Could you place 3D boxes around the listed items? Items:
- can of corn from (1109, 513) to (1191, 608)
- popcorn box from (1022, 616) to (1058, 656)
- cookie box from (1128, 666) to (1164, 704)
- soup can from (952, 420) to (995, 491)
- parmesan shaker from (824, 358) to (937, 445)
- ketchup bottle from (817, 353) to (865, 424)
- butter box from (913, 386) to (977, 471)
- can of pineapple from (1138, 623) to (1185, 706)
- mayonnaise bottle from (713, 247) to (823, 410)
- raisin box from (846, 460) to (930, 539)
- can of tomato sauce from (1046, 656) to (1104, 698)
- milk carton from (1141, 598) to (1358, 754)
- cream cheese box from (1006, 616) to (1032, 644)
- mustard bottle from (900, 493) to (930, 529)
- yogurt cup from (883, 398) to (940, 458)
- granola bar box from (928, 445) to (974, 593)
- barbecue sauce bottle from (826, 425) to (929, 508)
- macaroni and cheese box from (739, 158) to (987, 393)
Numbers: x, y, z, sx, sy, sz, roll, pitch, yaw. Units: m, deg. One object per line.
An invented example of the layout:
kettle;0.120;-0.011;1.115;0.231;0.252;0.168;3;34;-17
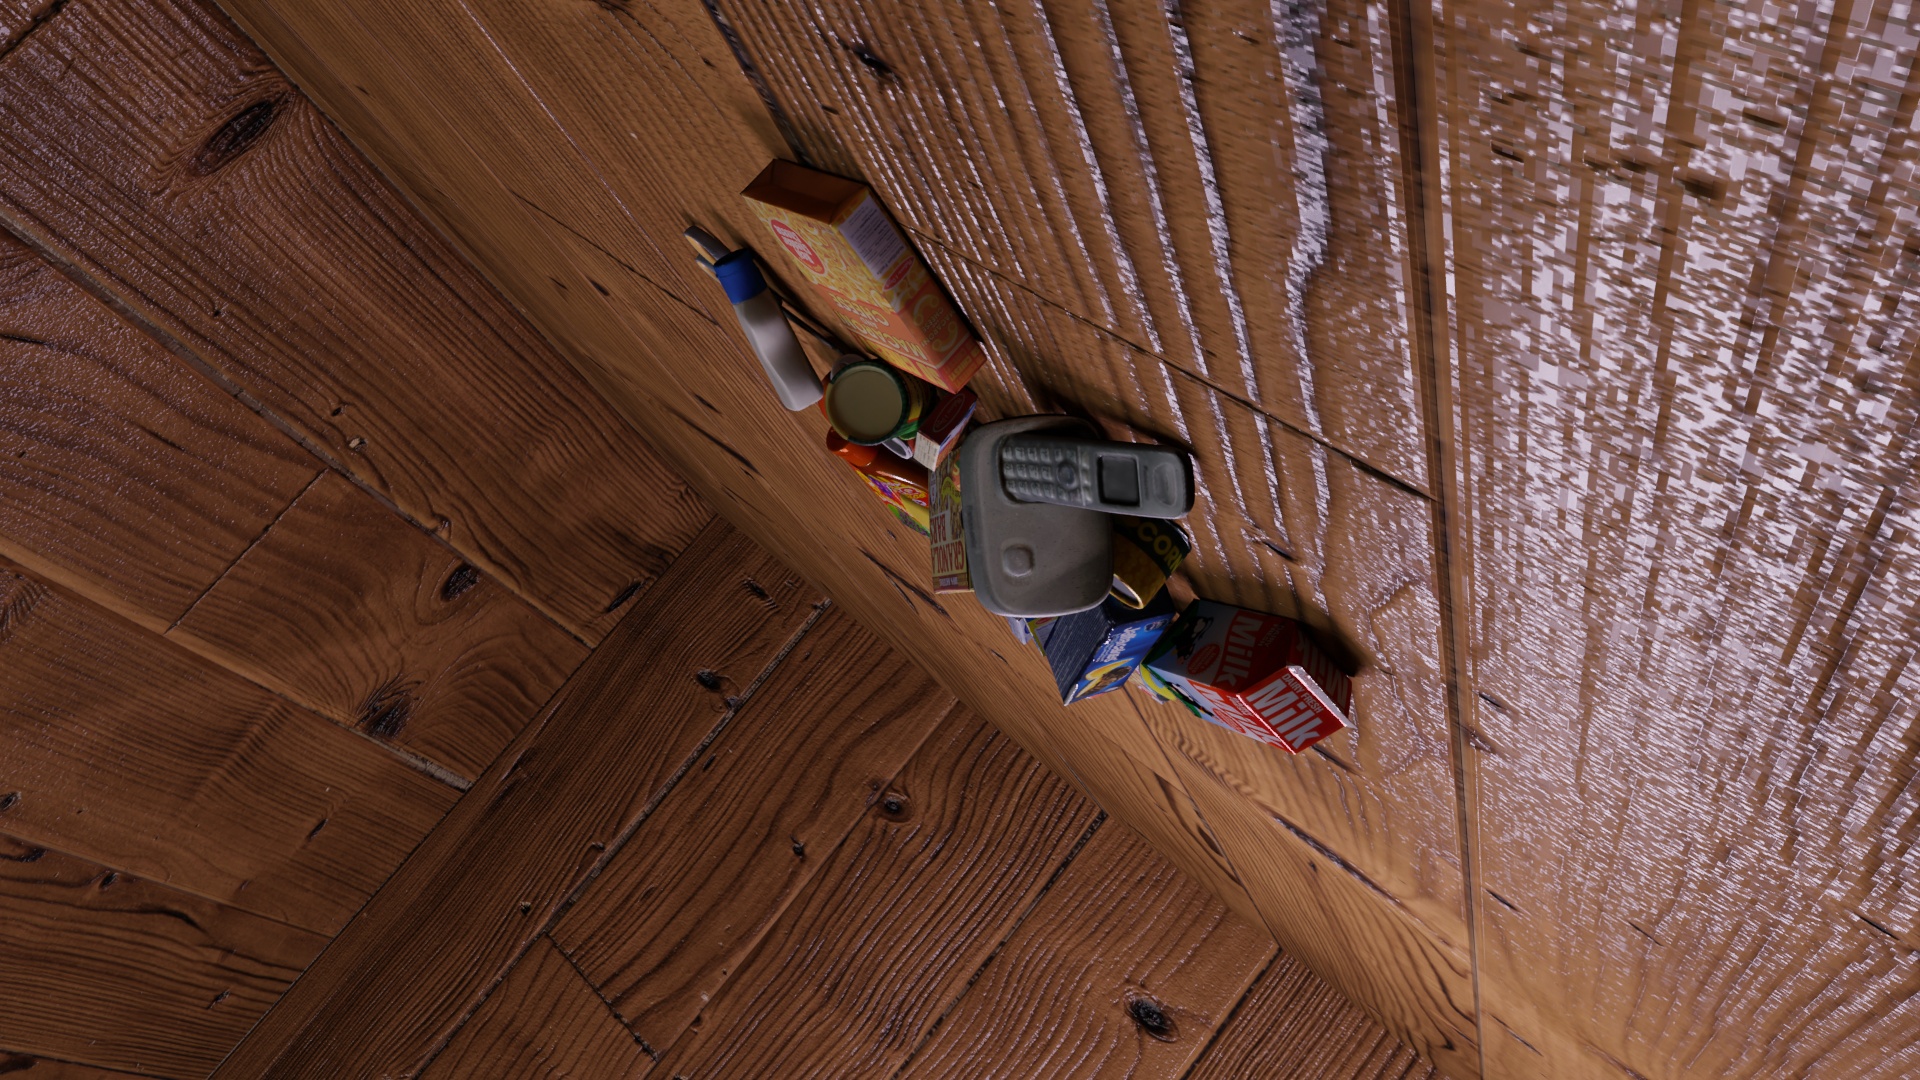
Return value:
can of corn;0.131;0.010;1.042;0.071;0.058;0.071;39;170;8
popcorn box;0.069;0.051;1.363;0.127;0.038;0.085;-116;1;-72
cookie box;0.160;0.092;1.359;0.123;0.040;0.167;38;171;19
soup can;0.043;-0.047;1.089;0.084;0.071;0.071;35;169;31
parmesan shaker;-0.060;-0.109;1.099;0.071;0.071;0.103;40;-166;2
ketchup bottle;-0.106;-0.139;1.322;0.065;0.043;0.148;38;170;1
butter box;-0.014;-0.093;1.150;0.024;0.053;0.103;37;171;2
can of pineapple;0.198;0.111;1.209;0.071;0.071;0.058;45;169;-23
mayonnaise bottle;-0.174;-0.191;1.259;0.147;0.041;0.065;64;173;-26
raisin box;-0.065;-0.056;1.554;0.086;0.040;0.123;30;165;50
can of tomato sauce;0.138;0.131;1.542;0.071;0.071;0.083;35;169;31
milk carton;0.224;0.103;1.055;0.072;0.073;0.190;44;169;-18
cream cheese box;0.078;0.080;1.570;0.024;0.053;0.103;39;170;18
mustard bottle;0.000;-0.025;1.415;0.065;0.049;0.160;46;168;-36
yogurt cup;-0.053;-0.113;1.207;0.072;0.054;0.072;39;170;8
granola bar box;0.004;-0.016;1.244;0.039;0.124;0.165;-2;177;-11
barbecue sauce bottle;-0.067;-0.075;1.348;0.065;0.044;0.148;11;168;44
macaroni and cheese box;-0.065;-0.185;0.974;0.124;0.040;0.166;31;166;47
